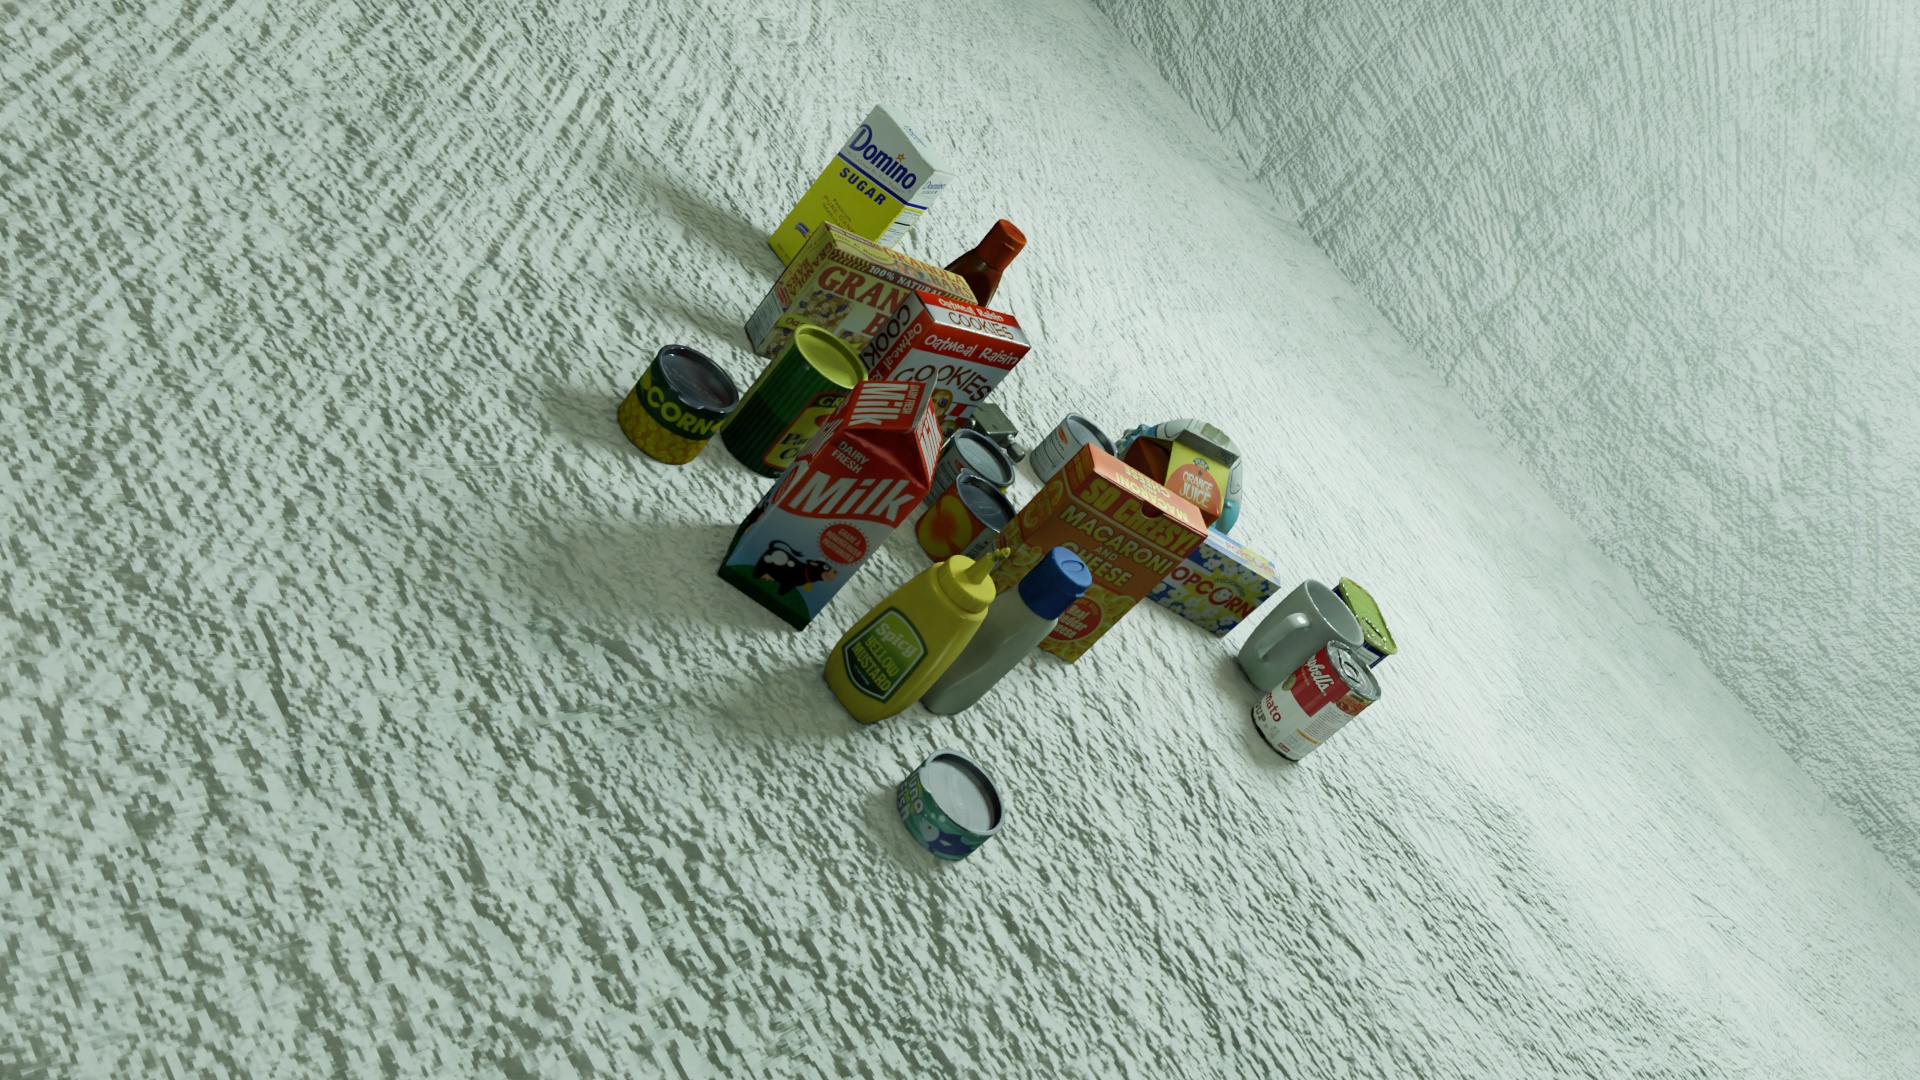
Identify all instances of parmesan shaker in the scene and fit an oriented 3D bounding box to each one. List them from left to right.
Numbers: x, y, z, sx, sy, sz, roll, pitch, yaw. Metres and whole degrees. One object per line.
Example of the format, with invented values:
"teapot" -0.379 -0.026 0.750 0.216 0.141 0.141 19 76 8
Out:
"parmesan shaker" -0.125 -0.104 1.051 0.071 0.102 0.072 32 30 -21

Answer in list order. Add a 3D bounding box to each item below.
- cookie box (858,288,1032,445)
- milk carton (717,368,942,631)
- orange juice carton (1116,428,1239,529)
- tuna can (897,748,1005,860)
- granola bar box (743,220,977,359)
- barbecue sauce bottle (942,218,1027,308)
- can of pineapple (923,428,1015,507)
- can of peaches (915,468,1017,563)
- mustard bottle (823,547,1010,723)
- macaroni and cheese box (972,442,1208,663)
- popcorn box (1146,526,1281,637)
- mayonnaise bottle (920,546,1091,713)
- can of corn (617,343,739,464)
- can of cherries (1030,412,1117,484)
"cookie box" -0.039 -0.121 1.118 0.123 0.166 0.040 4 47 -51
"milk carton" -0.076 -0.035 0.926 0.073 0.189 0.073 36 28 -15
"orange juice carton" 0.152 -0.020 1.200 0.072 0.192 0.073 23 34 -34
"tuna can" -0.008 0.170 0.899 0.071 0.032 0.071 32 30 -21
"granola bar box" -0.086 -0.197 1.208 0.165 0.123 0.039 13 40 -44
"barbecue sauce bottle" 0.006 -0.252 1.377 0.065 0.148 0.044 30 30 -24
"can of pineapple" 0.005 -0.054 1.199 0.071 0.057 0.071 32 30 -21
"can of peaches" 0.004 -0.014 1.143 0.071 0.058 0.071 32 30 -21
"mustard bottle" -0.023 0.054 0.904 0.065 0.159 0.049 50 28 12
"macaroni and cheese box" 0.095 0.015 1.106 0.123 0.165 0.040 28 31 -28
"popcorn box" 0.236 0.034 1.349 0.126 0.085 0.038 28 31 -27
"mayonnaise bottle" 0.031 0.064 0.974 0.065 0.147 0.041 -3 52 -54
"can of corn" -0.201 -0.095 0.987 0.071 0.058 0.071 32 30 -21
"can of cherries" 0.114 -0.083 1.379 0.071 0.058 0.072 32 30 -21
